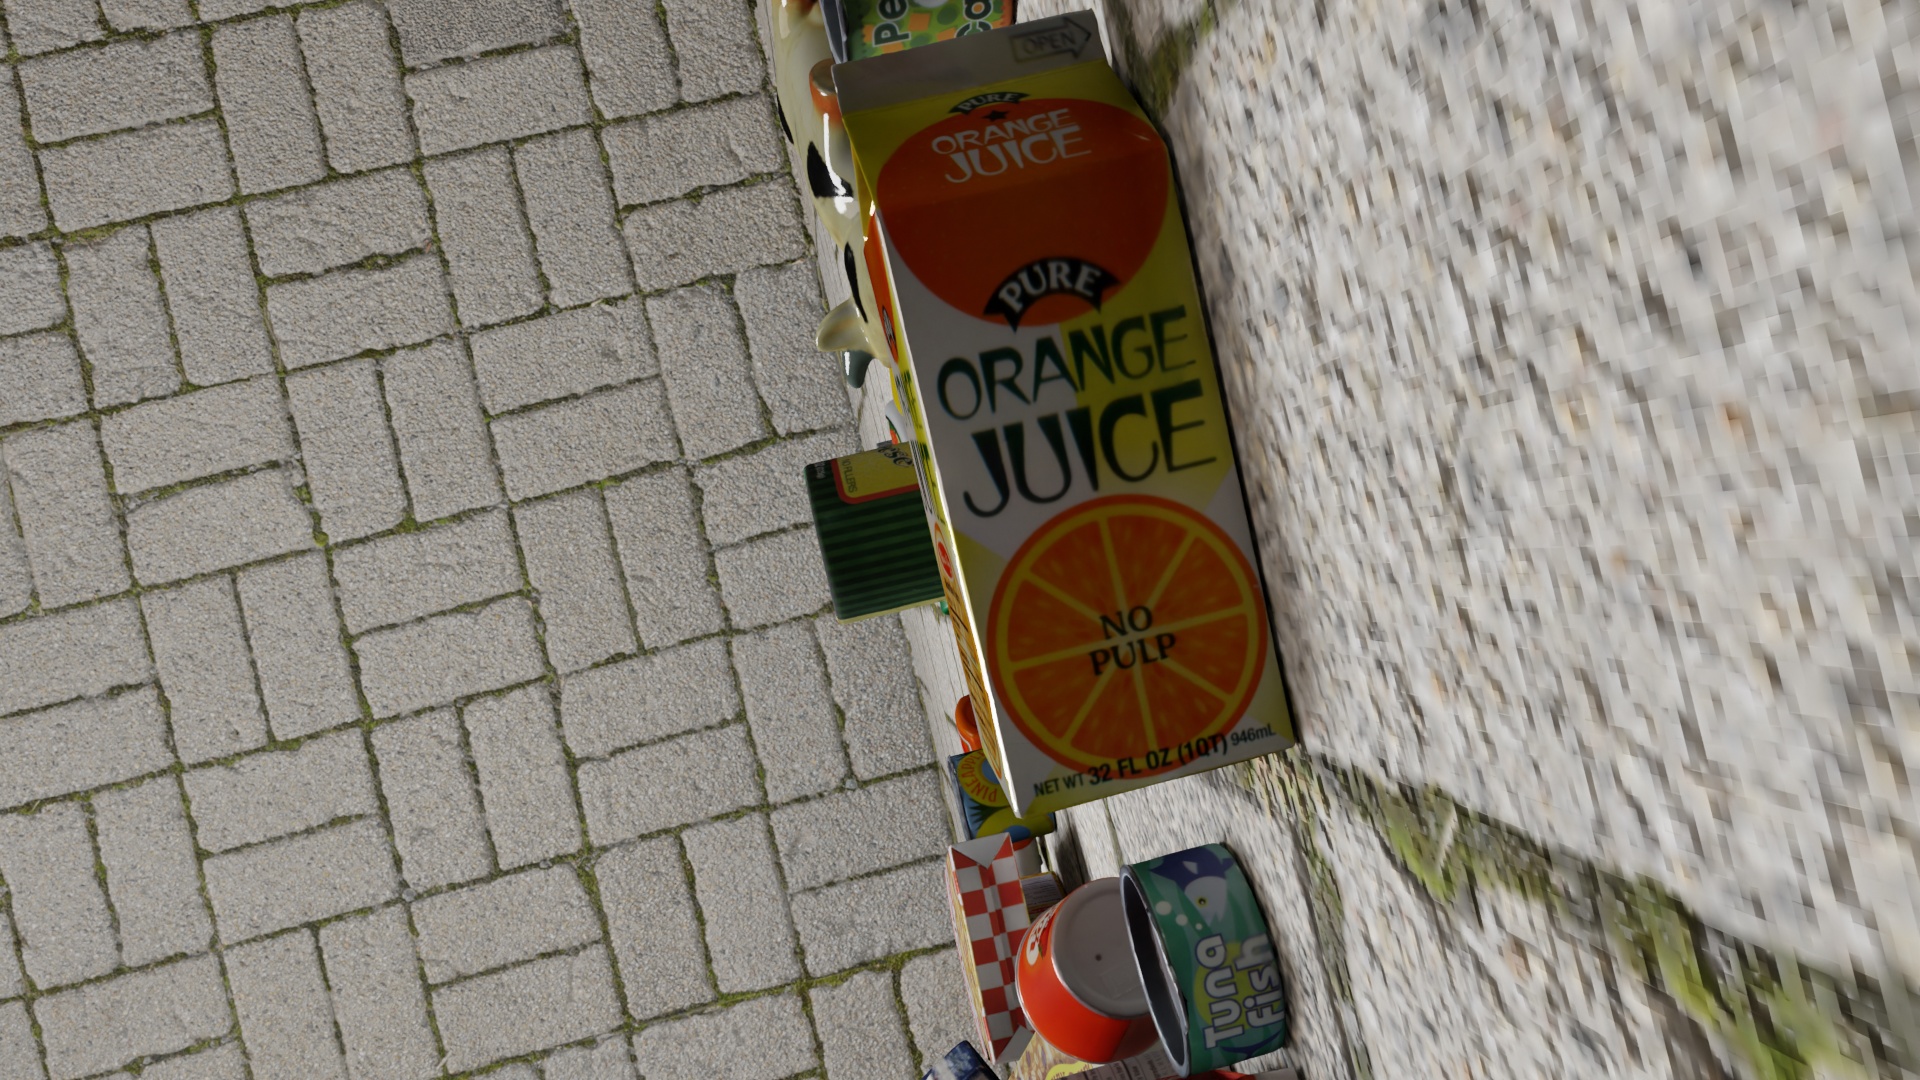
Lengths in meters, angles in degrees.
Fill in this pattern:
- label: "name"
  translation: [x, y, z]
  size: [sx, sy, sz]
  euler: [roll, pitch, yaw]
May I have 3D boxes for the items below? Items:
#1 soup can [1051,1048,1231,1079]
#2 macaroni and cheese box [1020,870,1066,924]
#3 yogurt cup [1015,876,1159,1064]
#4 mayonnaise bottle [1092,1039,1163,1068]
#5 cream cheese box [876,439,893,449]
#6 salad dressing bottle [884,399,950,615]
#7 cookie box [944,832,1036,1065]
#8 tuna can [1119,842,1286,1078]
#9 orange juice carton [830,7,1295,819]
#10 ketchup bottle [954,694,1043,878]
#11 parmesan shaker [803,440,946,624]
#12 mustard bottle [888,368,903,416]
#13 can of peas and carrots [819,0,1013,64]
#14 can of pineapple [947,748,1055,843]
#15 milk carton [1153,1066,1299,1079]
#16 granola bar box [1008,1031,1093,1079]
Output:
- label: "soup can"
  translation: [0.065, 0.234, 0.525]
  size: [0.071, 0.084, 0.071]
  euler: [170, 86, -85]
- label: "macaroni and cheese box"
  translation: [0.070, 0.306, 0.906]
  size: [0.166, 0.040, 0.123]
  euler: [-130, 28, -79]
- label: "yogurt cup"
  translation: [0.059, 0.168, 0.552]
  size: [0.053, 0.072, 0.072]
  euler: [101, 156, -58]
- label: "mayonnaise bottle"
  translation: [0.091, 0.267, 0.581]
  size: [0.064, 0.041, 0.149]
  euler: [86, 168, -55]
- label: "cream cheese box"
  translation: [-0.024, -0.025, 0.995]
  size: [0.024, 0.053, 0.103]
  euler: [-117, 15, -75]
- label: "salad dressing bottle"
  translation: [-0.012, -0.025, 0.913]
  size: [0.064, 0.044, 0.148]
  euler: [73, -178, -74]
- label: "cookie box"
  translation: [0.021, 0.255, 0.860]
  size: [0.167, 0.040, 0.123]
  euler: [93, 164, -71]
- label: "tuna can"
  translation: [0.075, 0.131, 0.434]
  size: [0.071, 0.033, 0.071]
  euler: [170, 86, -85]
- label: "orange juice carton"
  translation: [0.022, -0.035, 0.359]
  size: [0.073, 0.072, 0.192]
  euler: [-149, 45, -82]
- label: "ketchup bottle"
  translation: [0.031, 0.184, 1.003]
  size: [0.065, 0.043, 0.148]
  euler: [-110, 7, -65]
- label: "parmesan shaker"
  translation: [-0.005, -0.009, 0.547]
  size: [0.071, 0.103, 0.071]
  euler: [170, 87, -84]
- label: "mustard bottle"
  translation: [-0.012, -0.089, 0.728]
  size: [0.160, 0.049, 0.065]
  euler: [108, 149, -82]
- label: "can of peas and carrots"
  translation: [-0.018, -0.192, 0.459]
  size: [0.071, 0.059, 0.071]
  euler: [169, 87, -84]
- label: "can of pineapple"
  translation: [0.026, 0.168, 0.920]
  size: [0.071, 0.058, 0.071]
  euler: [170, 87, -84]
- label: "milk carton"
  translation: [0.031, 0.222, 0.443]
  size: [0.073, 0.190, 0.072]
  euler: [13, -123, -58]
- label: "granola bar box"
  translation: [0.069, 0.307, 0.695]
  size: [0.164, 0.039, 0.125]
  euler: [106, 153, -46]
